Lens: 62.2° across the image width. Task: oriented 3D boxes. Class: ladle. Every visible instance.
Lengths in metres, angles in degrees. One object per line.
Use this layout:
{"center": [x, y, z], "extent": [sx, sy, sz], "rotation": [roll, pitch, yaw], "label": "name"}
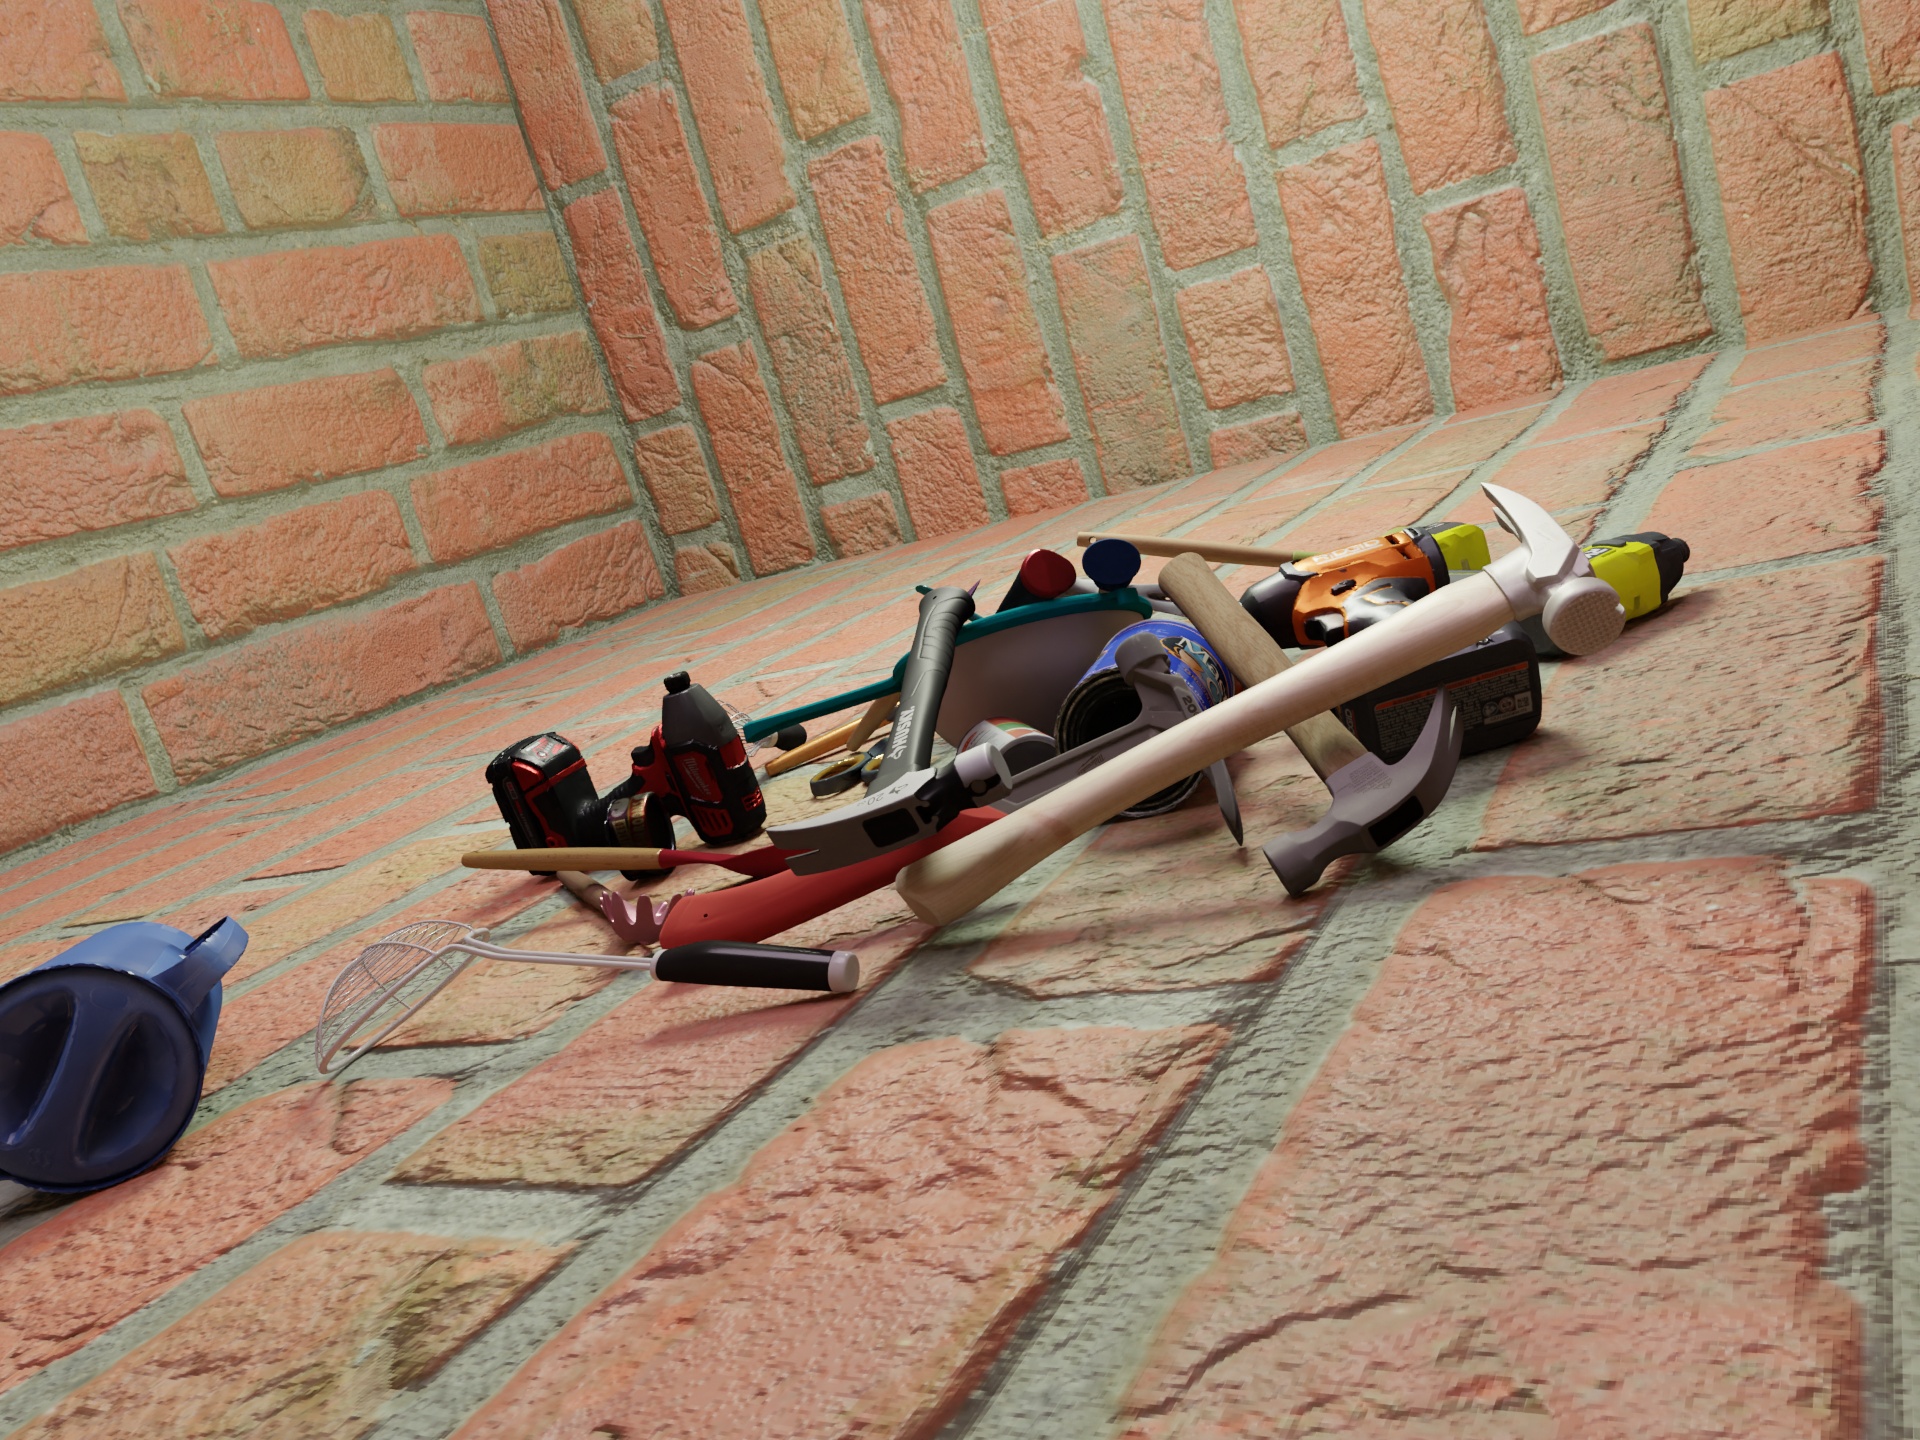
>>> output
{"center": [0.261, -0.141, 1.383], "extent": [0.320, 0.078, 0.062], "rotation": [7, 2, 9], "label": "ladle"}
{"center": [-0.245, 0.103, 1.190], "extent": [0.315, 0.031, 0.069], "rotation": [-3, -2, 23], "label": "ladle"}

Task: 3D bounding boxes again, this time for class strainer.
{"center": [-0.002, -0.004, 1.254], "extent": [0.340, 0.095, 0.211], "rotation": [-17, -10, 6], "label": "strainer"}

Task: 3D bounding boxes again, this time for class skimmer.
{"center": [-0.225, 0.170, 0.946], "extent": [0.363, 0.090, 0.127], "rotation": [-1, 14, 21], "label": "skimmer"}

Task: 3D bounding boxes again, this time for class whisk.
{"center": [-0.193, 0.015, 1.470], "extent": [0.070, 0.070, 0.284], "rotation": [-14, -3, 11], "label": "whisk"}

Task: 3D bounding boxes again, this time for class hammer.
{"center": [-0.030, -0.011, 1.020], "extent": [0.146, 0.035, 0.335], "rotation": [-25, 21, 16], "label": "hammer"}
{"center": [0.019, -0.065, 1.339], "extent": [0.143, 0.038, 0.386], "rotation": [-12, -10, -10], "label": "hammer"}
{"center": [0.187, -0.026, 0.946], "extent": [0.130, 0.031, 0.332], "rotation": [-32, 31, 5], "label": "hammer"}
{"center": [0.145, 0.001, 0.884], "extent": [0.410, 0.038, 0.146], "rotation": [-28, 29, 12], "label": "hammer"}
{"center": [-0.014, 0.078, 0.967], "extent": [0.359, 0.149, 0.036], "rotation": [-25, -34, 5], "label": "hammer"}
{"center": [0.134, -0.119, 1.349], "extent": [0.144, 0.035, 0.405], "rotation": [6, 2, 5], "label": "hammer"}

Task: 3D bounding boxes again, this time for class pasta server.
{"center": [-0.262, 0.126, 1.178], "extent": [0.060, 0.040, 0.316], "rotation": [1, 2, -25], "label": "pasta server"}

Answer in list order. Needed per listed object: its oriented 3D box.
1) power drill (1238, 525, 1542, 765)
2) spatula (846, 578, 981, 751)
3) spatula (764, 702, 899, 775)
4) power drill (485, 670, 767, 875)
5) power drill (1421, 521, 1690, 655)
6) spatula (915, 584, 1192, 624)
{"center": [0.266, -0.051, 1.048], "extent": [0.164, 0.084, 0.227], "rotation": [-16, 26, 2], "label": "power drill"}
{"center": [-0.049, -0.035, 1.362], "extent": [0.060, 0.018, 0.316], "rotation": [-58, 5, -30], "label": "spatula"}
{"center": [-0.041, -0.009, 1.552], "extent": [0.322, 0.041, 0.081], "rotation": [-25, 13, -19], "label": "spatula"}
{"center": [-0.276, 0.046, 1.323], "extent": [0.219, 0.143, 0.078], "rotation": [-14, 14, 24], "label": "power drill"}
{"center": [0.427, -0.106, 1.224], "extent": [0.171, 0.080, 0.223], "rotation": [-23, 17, -27], "label": "power drill"}
{"center": [0.117, -0.096, 1.462], "extent": [0.317, 0.044, 0.082], "rotation": [1, 0, -5], "label": "spatula"}
